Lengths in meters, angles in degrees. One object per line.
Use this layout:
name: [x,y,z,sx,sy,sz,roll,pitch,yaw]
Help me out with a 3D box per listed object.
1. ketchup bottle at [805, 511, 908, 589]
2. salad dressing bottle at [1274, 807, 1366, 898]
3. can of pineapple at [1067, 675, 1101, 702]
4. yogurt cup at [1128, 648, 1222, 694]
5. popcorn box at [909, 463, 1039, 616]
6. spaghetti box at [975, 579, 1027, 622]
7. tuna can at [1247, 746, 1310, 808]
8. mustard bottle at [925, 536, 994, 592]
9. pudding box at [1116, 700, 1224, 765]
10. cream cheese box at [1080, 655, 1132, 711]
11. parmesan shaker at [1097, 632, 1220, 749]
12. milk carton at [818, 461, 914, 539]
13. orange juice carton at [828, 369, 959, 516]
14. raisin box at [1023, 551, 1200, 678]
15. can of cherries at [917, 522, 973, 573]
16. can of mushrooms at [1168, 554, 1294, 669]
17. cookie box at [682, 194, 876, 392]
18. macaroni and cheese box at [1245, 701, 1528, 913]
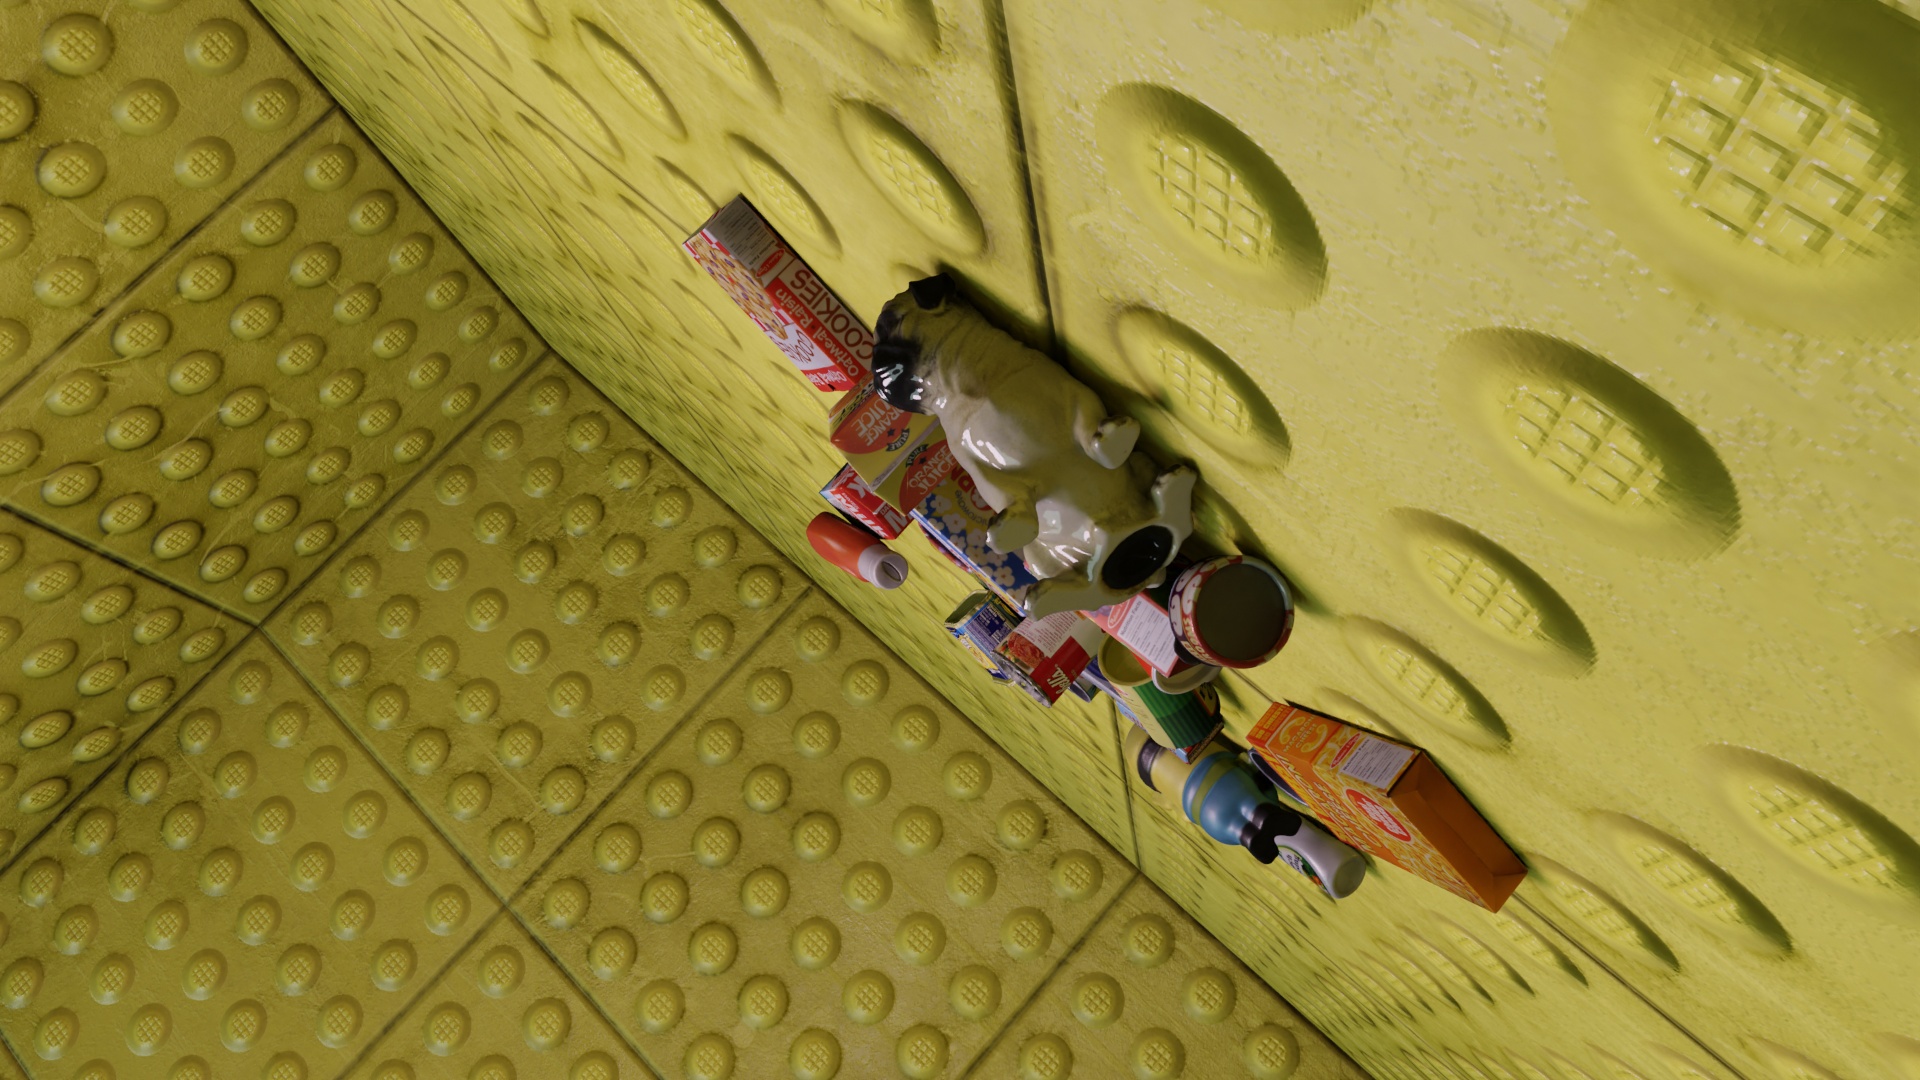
ketchup bottle: [-0.098,0.013,1.353,0.064,0.043,0.149,45,170,-29]
salad dressing bottle: [0.304,0.274,1.279,0.064,0.044,0.148,51,168,-33]
can of pineapple: [0.114,0.107,1.287,0.071,0.058,0.071,42,170,9]
yogurt cup: [0.146,0.064,0.960,0.054,0.072,0.072,45,174,44]
popcorn box: [0.030,-0.017,1.011,0.127,0.085,0.038,42,171,2]
spaghetti box: [0.056,0.056,1.390,0.250,0.029,0.050,45,170,-9]
tuna can: [0.256,0.170,1.060,0.071,0.033,0.071,42,170,9]
mustard bottle: [0.008,0.002,1.289,0.160,0.049,0.065,32,163,49]
pudding box: [0.184,0.153,1.225,0.084,0.050,0.030,37,167,32]
cream cheese box: [0.134,0.105,1.213,0.104,0.053,0.024,34,168,43]
parmesan shaker: [0.158,0.111,1.105,0.071,0.071,0.102,33,167,46]
milk carton: [-0.075,-0.050,1.337,0.073,0.072,0.190,44,171,-10]
orange juice carton: [-0.040,-0.075,0.951,0.073,0.072,0.193,45,-175,-13]
raisin box: [0.113,0.029,0.883,0.123,0.040,0.086,38,-150,27]
can of cherries: [0.004,-0.015,1.203,0.071,0.058,0.071,41,170,9]
can of mushrooms: [0.155,0.043,0.802,0.071,0.071,0.033,45,168,-8]
cookie box: [-0.139,-0.188,1.092,0.167,0.040,0.123,46,170,-17]
macaroni and cheese box: [0.285,0.177,0.947,0.123,0.040,0.166,46,170,-17]
